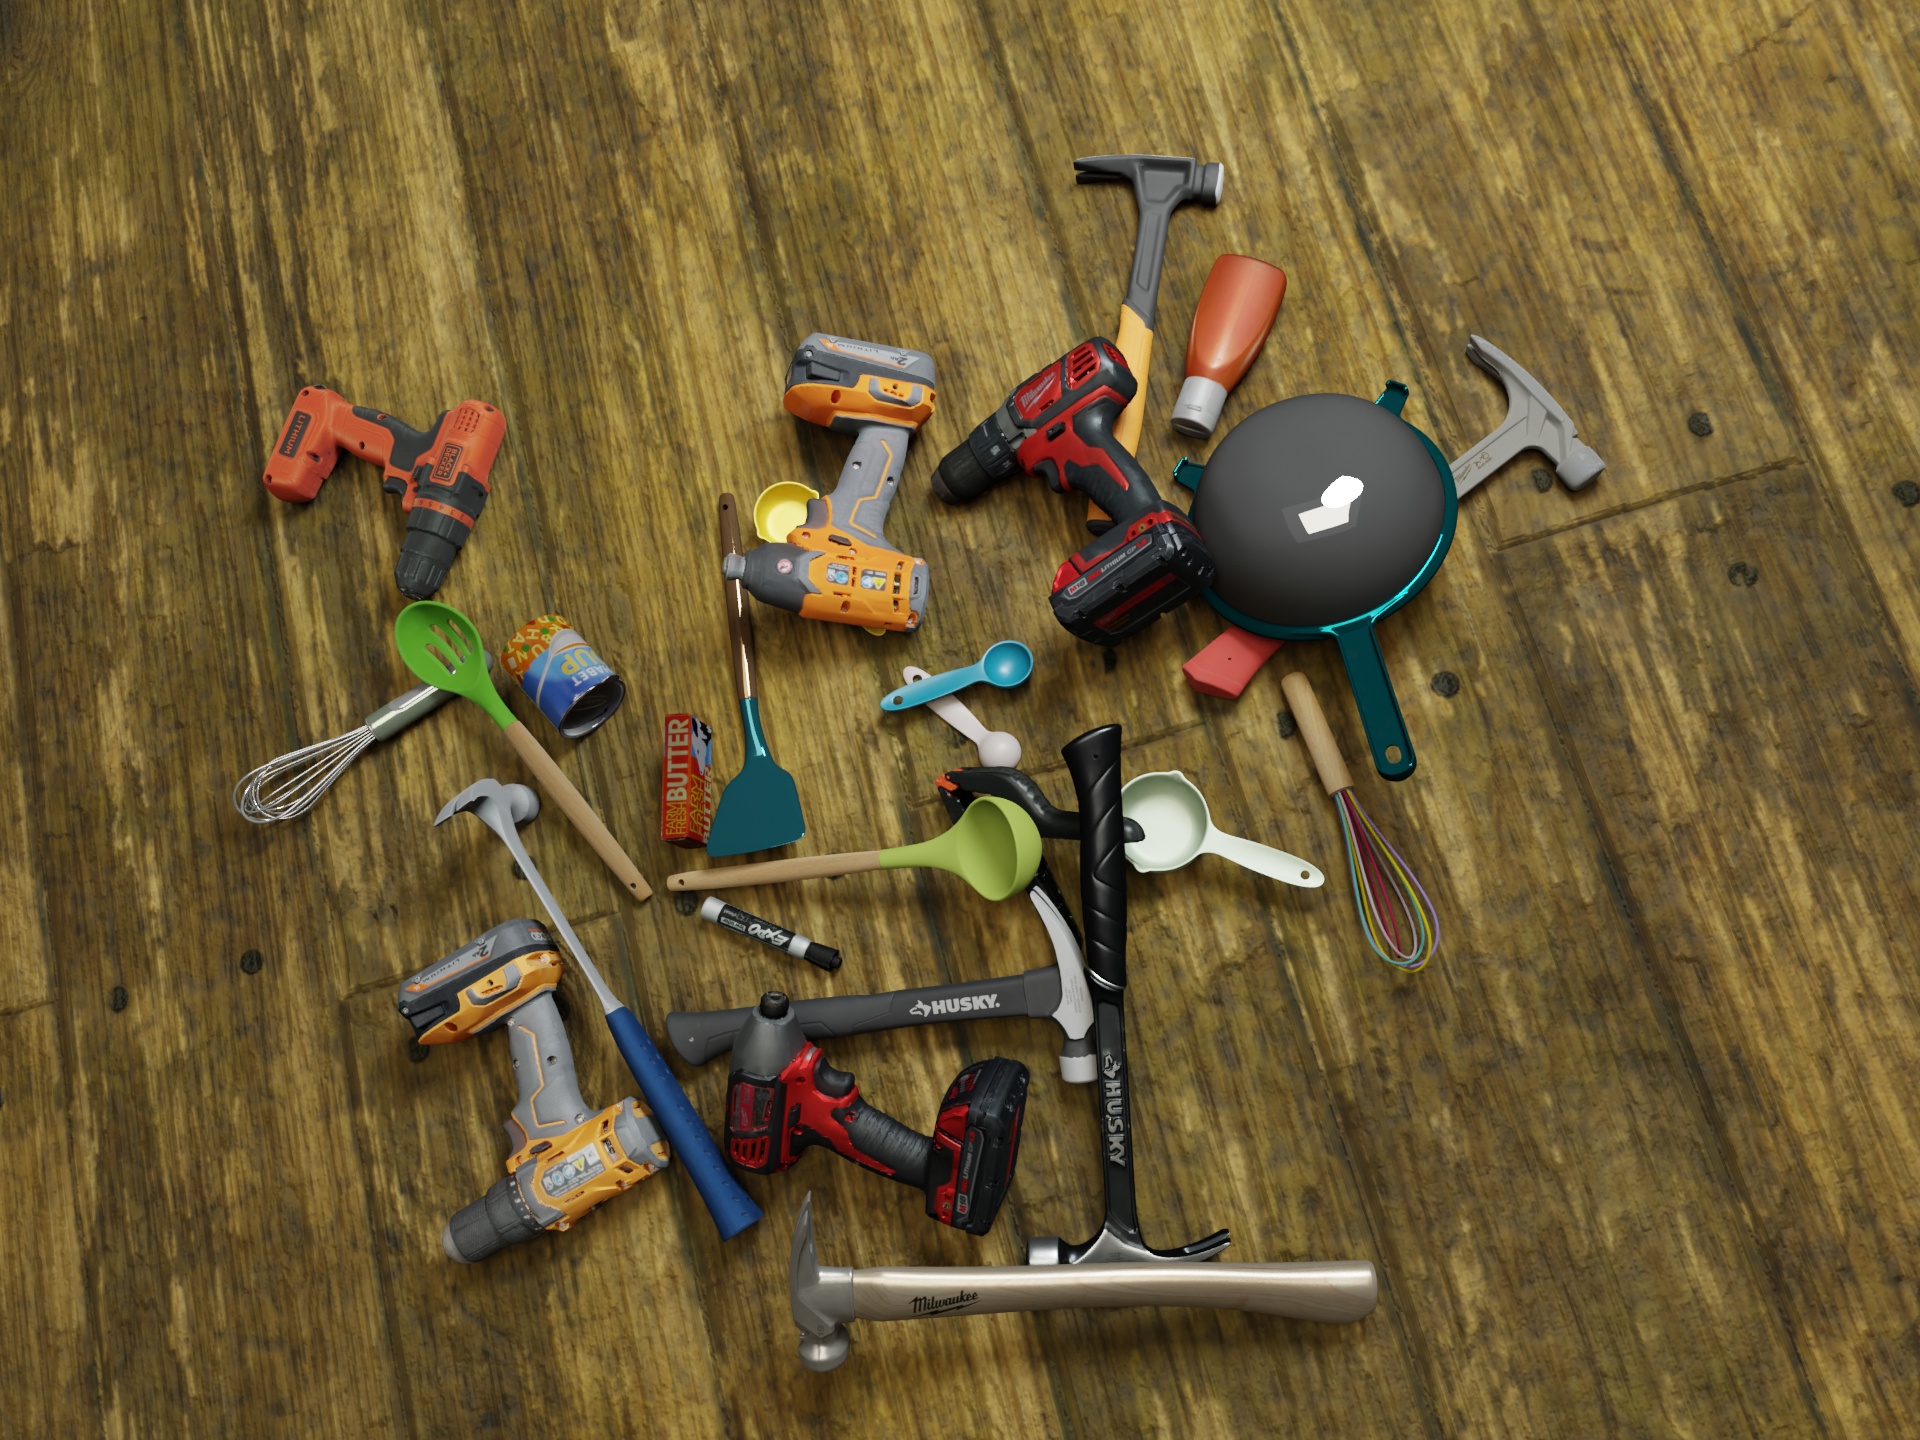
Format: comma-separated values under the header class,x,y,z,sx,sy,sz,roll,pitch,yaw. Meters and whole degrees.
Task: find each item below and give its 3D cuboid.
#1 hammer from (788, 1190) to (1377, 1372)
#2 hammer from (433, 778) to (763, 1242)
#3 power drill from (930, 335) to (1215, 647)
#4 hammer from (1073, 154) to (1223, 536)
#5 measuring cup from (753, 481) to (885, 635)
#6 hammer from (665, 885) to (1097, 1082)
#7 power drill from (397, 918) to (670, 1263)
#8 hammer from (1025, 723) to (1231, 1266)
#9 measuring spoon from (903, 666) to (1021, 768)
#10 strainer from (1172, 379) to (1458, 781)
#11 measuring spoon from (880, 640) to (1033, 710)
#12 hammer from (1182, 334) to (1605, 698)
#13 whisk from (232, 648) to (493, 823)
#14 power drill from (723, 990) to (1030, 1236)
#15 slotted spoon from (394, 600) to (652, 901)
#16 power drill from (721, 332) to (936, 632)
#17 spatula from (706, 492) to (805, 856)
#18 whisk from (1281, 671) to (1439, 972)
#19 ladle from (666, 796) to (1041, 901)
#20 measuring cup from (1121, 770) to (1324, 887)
class,x,y,z,sx,sy,sz,roll,pitch,yaw
hammer,0.085,0.392,1.119,0.410,0.038,0.146,-1,118,1
hammer,-0.275,0.217,1.227,0.035,0.144,0.406,-34,80,4
power drill,0.081,-0.170,1.251,0.188,0.080,0.227,-33,62,22
hammer,0.136,-0.314,1.323,0.127,0.034,0.337,7,78,10
measuring cup,-0.113,-0.130,1.329,0.062,0.029,0.156,-38,86,-8
hammer,-0.065,0.218,1.217,0.335,0.035,0.146,-8,92,10
power drill,-0.353,0.292,1.238,0.185,0.084,0.226,-31,78,3
hammer,0.112,0.207,1.153,0.149,0.036,0.409,-3,91,5
measuring spoon,-0.002,-0.004,1.279,0.124,0.018,0.034,41,86,16
strainer,0.270,-0.119,1.170,0.211,0.095,0.341,-19,57,15
measuring spoon,-0.002,-0.028,1.282,0.128,0.021,0.042,-18,61,4
hammer,0.319,-0.146,1.252,0.359,0.036,0.149,-37,74,-1
whisk,-0.503,0.011,1.345,0.246,0.059,0.058,-34,46,-4
power drill,-0.067,0.283,1.168,0.220,0.078,0.143,12,112,13
slotted spoon,-0.355,0.026,1.307,0.070,0.031,0.314,-43,83,16
power drill,-0.103,-0.191,1.286,0.164,0.084,0.226,7,78,-15
spatula,-0.179,-0.044,1.305,0.082,0.044,0.318,-11,74,10
whisk,0.294,0.076,1.203,0.051,0.047,0.245,-17,70,-7
ladle,-0.089,0.111,1.224,0.320,0.062,0.078,-8,87,19
measuring cup,0.195,0.095,1.215,0.167,0.038,0.083,20,81,11
